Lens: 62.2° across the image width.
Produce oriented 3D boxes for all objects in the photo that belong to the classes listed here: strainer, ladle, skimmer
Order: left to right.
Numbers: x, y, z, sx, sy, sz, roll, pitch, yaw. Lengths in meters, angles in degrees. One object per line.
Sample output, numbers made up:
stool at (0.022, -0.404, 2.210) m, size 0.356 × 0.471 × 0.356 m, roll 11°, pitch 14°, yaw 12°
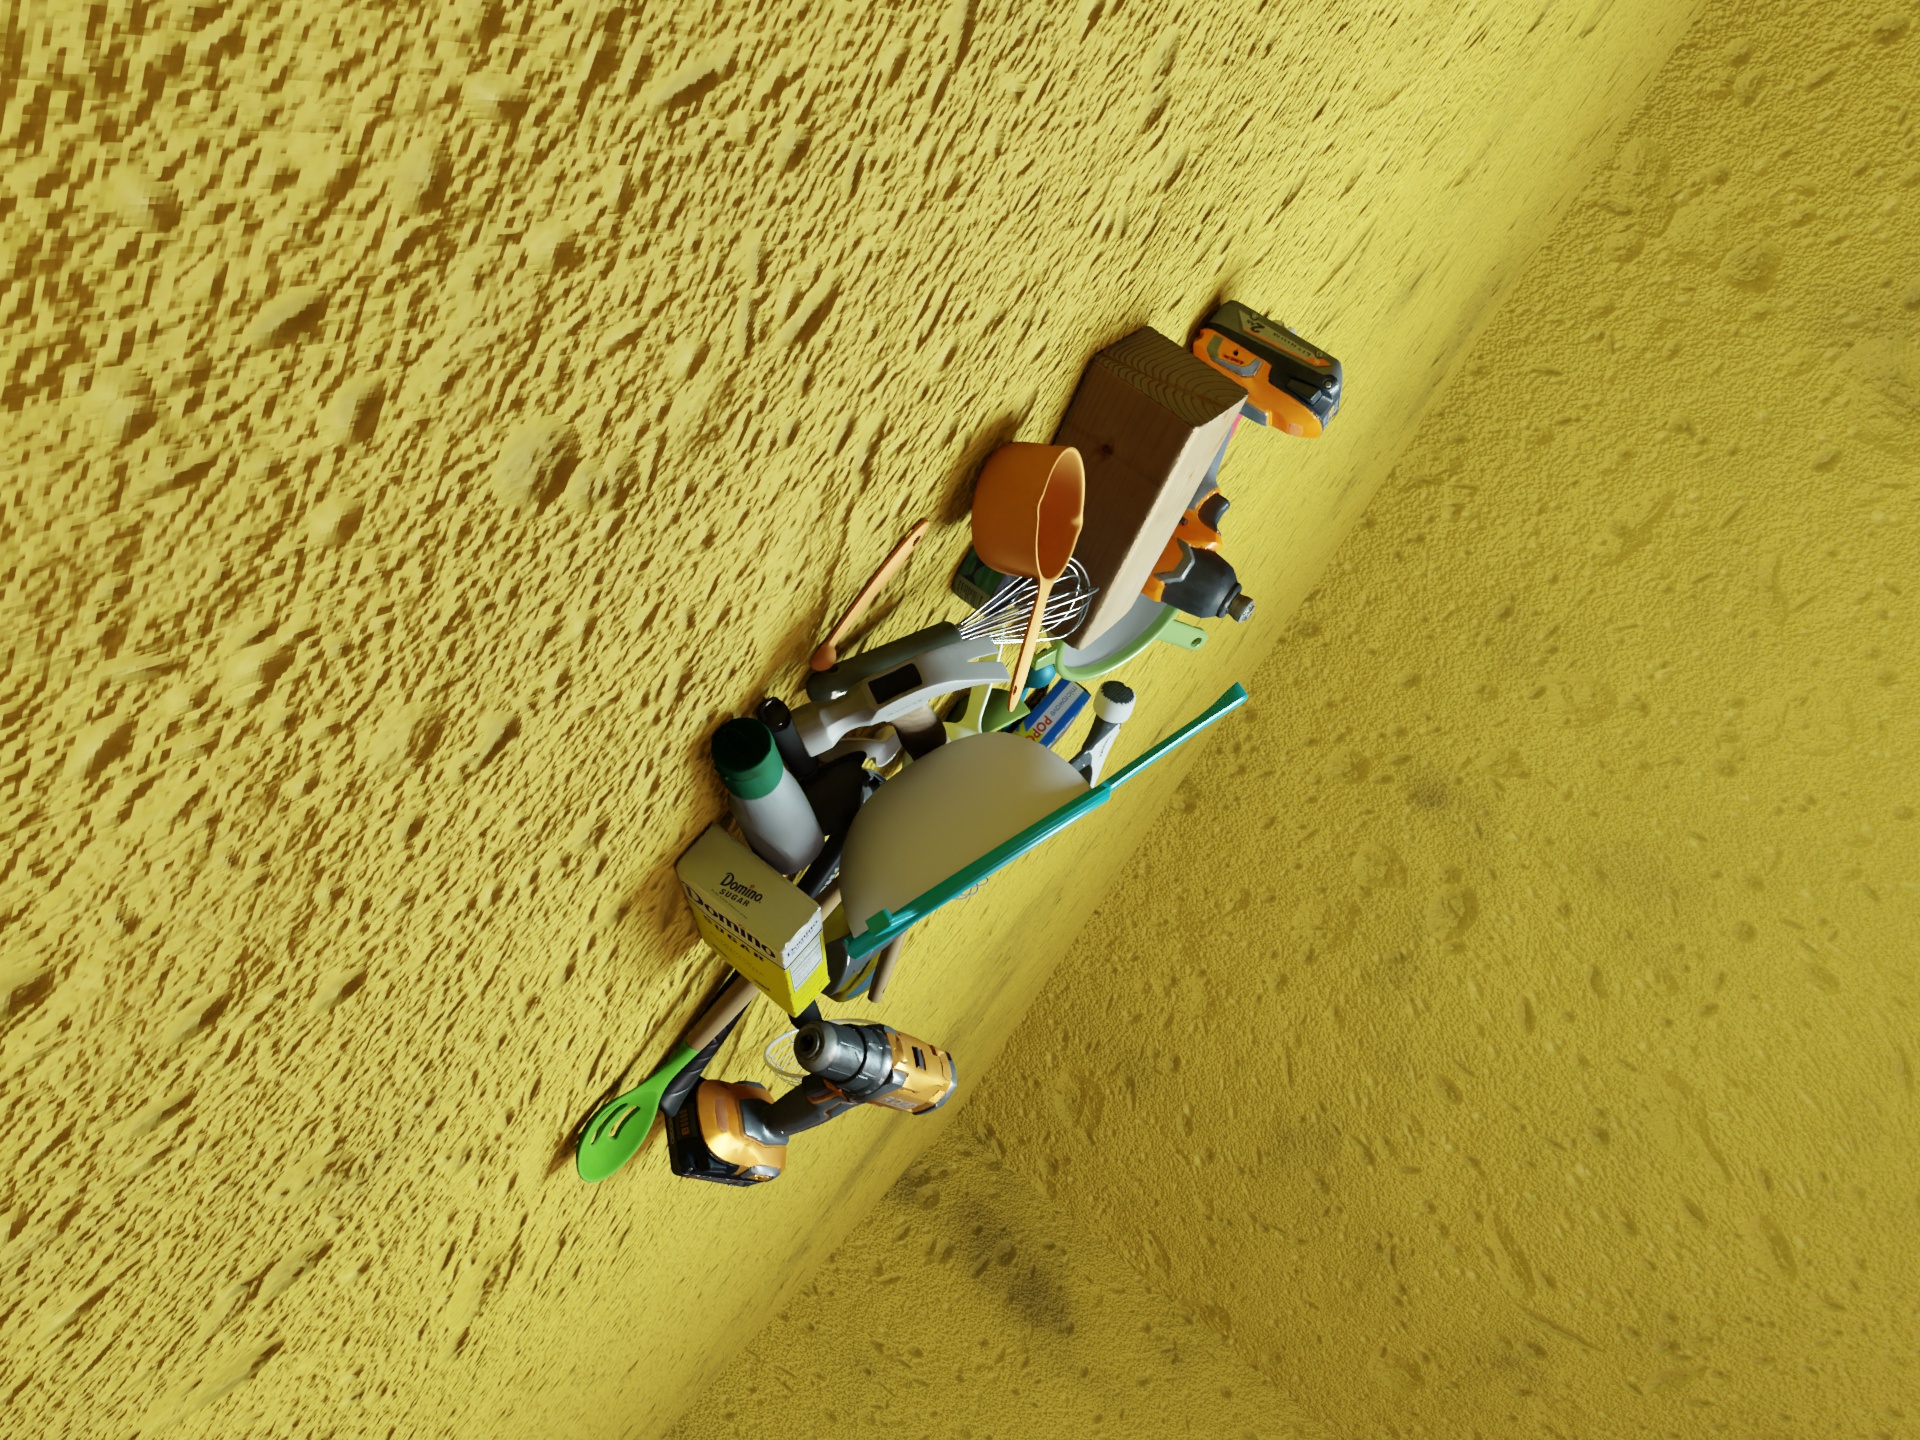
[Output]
strainer at (-0.102, 0.034, 1.048) m, size 0.087 × 0.050 × 0.258 m, roll -36°, pitch 161°, yaw -7°
skimmer at (-0.128, 0.255, 1.396) m, size 0.363 × 0.127 × 0.090 m, roll 86°, pitch -2°, yaw -63°
ladle at (-0.019, 0.115, 1.382) m, size 0.078 × 0.062 × 0.320 m, roll -26°, pitch 138°, yaw -64°
strainer at (0.044, 0.038, 1.111) m, size 0.340 × 0.095 × 0.211 m, roll -32°, pitch 175°, yaw -13°
strainer at (0.151, -0.104, 1.417) m, size 0.151 × 0.069 × 0.256 m, roll -48°, pitch 155°, yaw 17°

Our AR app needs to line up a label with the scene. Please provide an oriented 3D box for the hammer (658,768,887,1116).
hammer at (-0.150, 0.180, 1.268) m, size 0.334 × 0.035 × 0.146 m, roll -55°, pitch 166°, yaw 9°

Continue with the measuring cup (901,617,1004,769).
measuring cup at (-0.002, -0.004, 1.275) m, size 0.038 × 0.083 × 0.167 m, roll 6°, pitch 104°, yaw -45°

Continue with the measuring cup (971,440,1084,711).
measuring cup at (0.032, -0.095, 1.027) m, size 0.095 × 0.052 × 0.173 m, roll 1°, pitch 103°, yaw -69°

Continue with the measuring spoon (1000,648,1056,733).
measuring spoon at (0.066, -0.017, 1.534) m, size 0.042 × 0.021 × 0.128 m, roll -41°, pitch 163°, yaw -43°

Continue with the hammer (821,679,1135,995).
hammer at (0.015, 0.109, 1.357) m, size 0.409 × 0.036 × 0.149 m, roll -37°, pitch 154°, yaw -42°

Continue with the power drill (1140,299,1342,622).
power drill at (0.204, -0.193, 1.244) m, size 0.226 × 0.164 × 0.084 m, roll -55°, pitch 167°, yaw 0°

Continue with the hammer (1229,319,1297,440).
hammer at (0.203, -0.195, 1.502) m, size 0.143 × 0.038 × 0.386 m, roll -46°, pitch 166°, yaw -38°

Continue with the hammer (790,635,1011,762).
hammer at (-0.027, 0.003, 1.088) m, size 0.130 × 0.031 × 0.331 m, roll -24°, pitch 171°, yaw 0°

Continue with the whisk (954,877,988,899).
whisk at (-0.033, 0.178, 1.654) m, size 0.055 × 0.055 × 0.239 m, roll -58°, pitch 163°, yaw 20°

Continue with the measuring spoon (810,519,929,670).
measuring spoon at (-0.053, -0.076, 0.982) m, size 0.117 × 0.011 × 0.021 m, roll -52°, pitch 167°, yaw -4°

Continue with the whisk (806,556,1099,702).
whisk at (-0.001, -0.056, 1.054) m, size 0.246 × 0.058 × 0.059 m, roll -24°, pitch 112°, yaw -35°

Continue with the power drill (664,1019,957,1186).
power drill at (-0.140, 0.311, 1.317) m, size 0.226 × 0.084 × 0.185 m, roll -26°, pitch 149°, yaw 20°

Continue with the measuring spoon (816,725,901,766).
measuring spoon at (-0.077, 0.017, 1.154) m, size 0.034 × 0.018 × 0.124 m, roll -59°, pitch 159°, yaw 14°

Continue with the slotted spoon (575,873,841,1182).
slotted spoon at (-0.185, 0.227, 1.206) m, size 0.314 × 0.031 × 0.070 m, roll -47°, pitch 148°, yaw 4°
